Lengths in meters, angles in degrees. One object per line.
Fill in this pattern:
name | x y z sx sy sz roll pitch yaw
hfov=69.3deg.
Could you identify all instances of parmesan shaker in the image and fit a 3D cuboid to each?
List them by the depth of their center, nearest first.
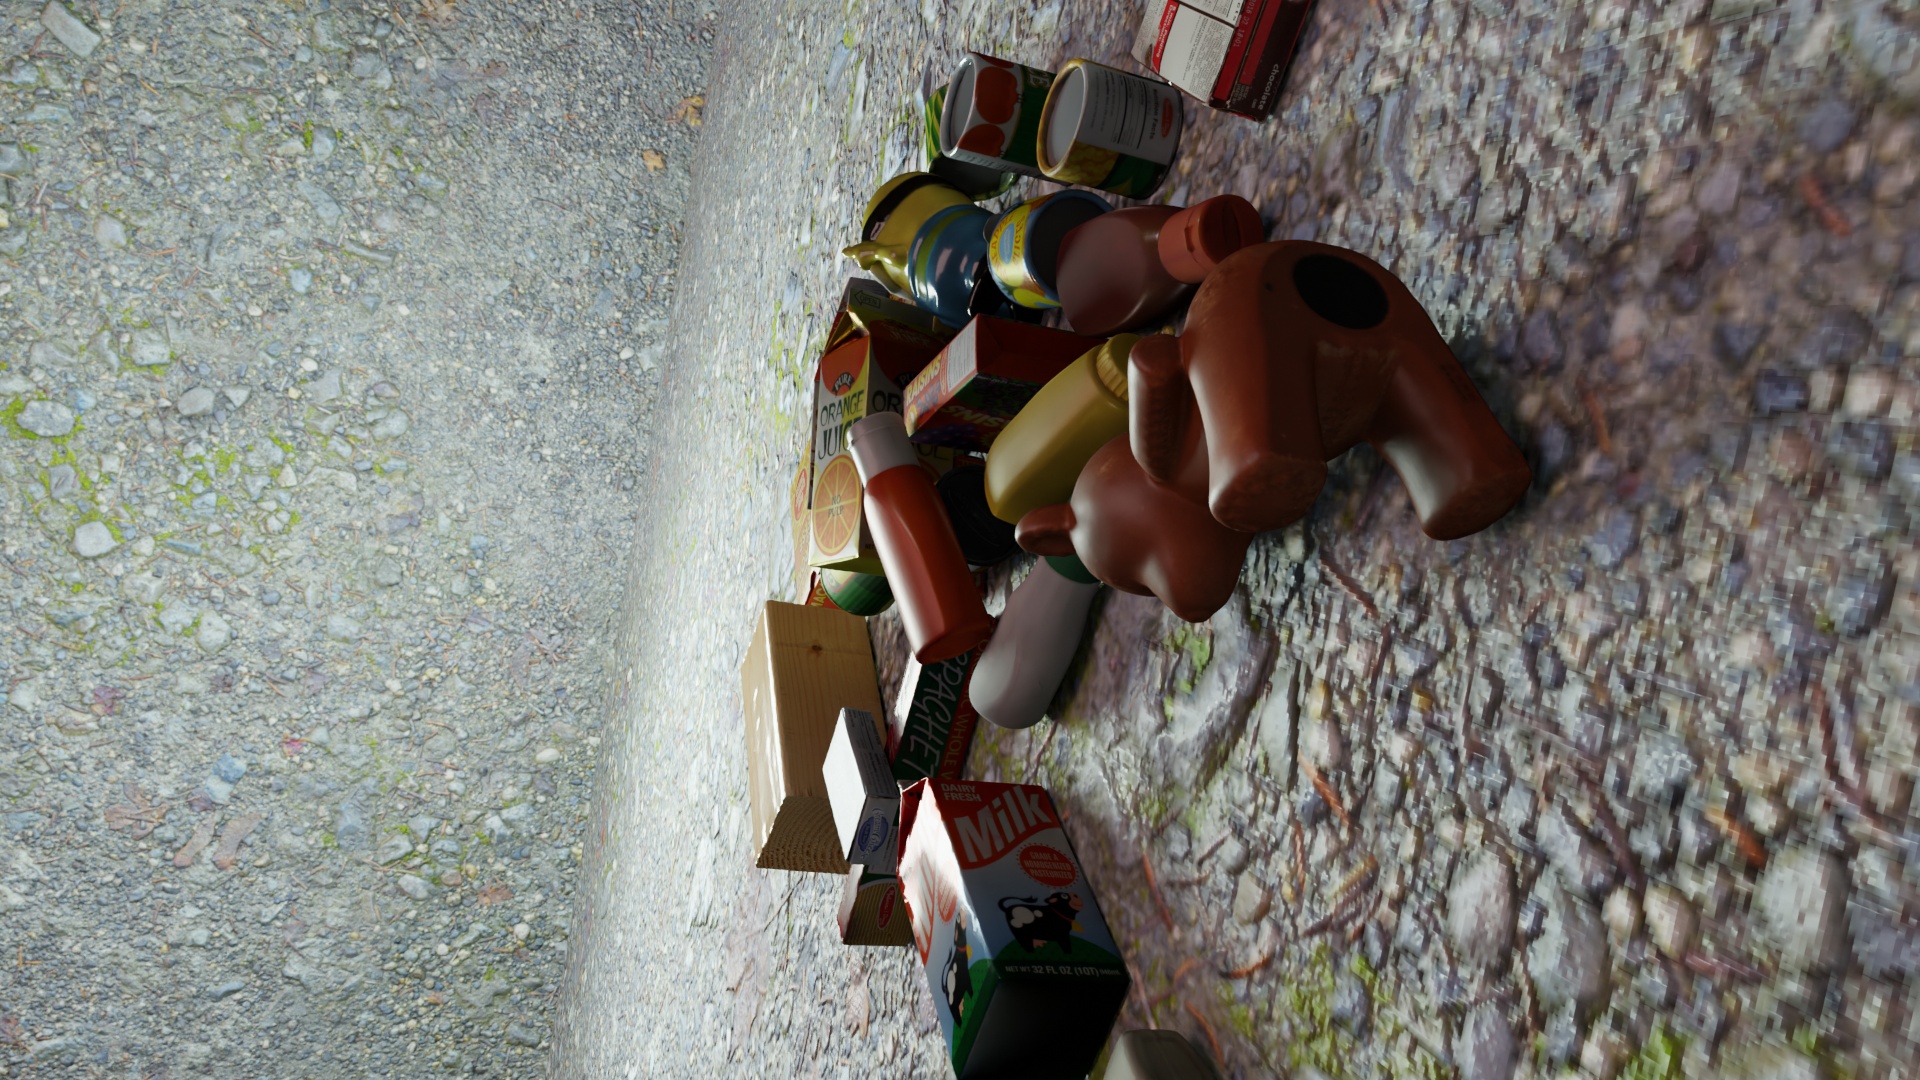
parmesan shaker | -0.059 0.008 1.048 0.102 0.071 0.071 135 139 -58

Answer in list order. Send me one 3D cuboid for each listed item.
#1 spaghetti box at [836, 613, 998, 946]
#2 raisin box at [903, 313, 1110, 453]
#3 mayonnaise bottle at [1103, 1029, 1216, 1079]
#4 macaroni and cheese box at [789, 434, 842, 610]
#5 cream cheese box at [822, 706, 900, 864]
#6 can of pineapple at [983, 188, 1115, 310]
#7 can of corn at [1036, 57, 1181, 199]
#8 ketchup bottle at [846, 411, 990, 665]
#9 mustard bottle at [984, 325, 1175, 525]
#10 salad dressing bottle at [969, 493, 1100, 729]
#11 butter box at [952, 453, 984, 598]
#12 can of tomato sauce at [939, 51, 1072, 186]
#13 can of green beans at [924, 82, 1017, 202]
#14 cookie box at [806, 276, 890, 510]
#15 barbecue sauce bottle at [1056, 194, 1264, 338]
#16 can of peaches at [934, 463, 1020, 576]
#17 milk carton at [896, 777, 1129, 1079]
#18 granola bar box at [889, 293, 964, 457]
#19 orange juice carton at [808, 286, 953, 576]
spaghetti box | -0.029 0.160 0.925 0.029 0.050 0.249 -127 49 -62
raisin box | 0.025 -0.089 0.829 0.123 0.086 0.040 146 128 -64
mayonnaise bottle | 0.072 0.290 0.607 0.065 0.041 0.147 -126 48 -60
macaroni and cheese box | -0.120 -0.023 1.264 0.123 0.040 0.167 117 153 -43
cream cheese box | -0.067 0.160 0.914 0.104 0.024 0.053 -118 41 -60
can of pineapple | 0.054 -0.168 0.806 0.058 0.071 0.071 -162 81 -69
can of corn | 0.081 -0.228 0.776 0.071 0.058 0.071 -170 89 -70
ketchup bottle | -0.029 -0.004 0.825 0.149 0.044 0.064 69 155 18
mustard bottle | 0.070 -0.065 0.735 0.159 0.065 0.049 -49 42 46
salad dressing bottle | 0.049 0.040 0.772 0.064 0.044 0.146 -95 24 -53
butter box | -0.003 -0.003 0.959 0.053 0.024 0.104 137 137 -60
can of tomato sauce | 0.037 -0.267 0.875 0.071 0.083 0.071 -171 89 -70
can of green beans | 0.008 -0.283 0.988 0.071 0.071 0.058 132 141 -57
cookie box | -0.088 -0.118 1.120 0.168 0.040 0.122 -81 -1 -52
barbecue sauce bottle | 0.099 -0.143 0.711 0.148 0.044 0.065 -179 80 -69
can of peaches | 0.003 -0.011 0.890 0.058 0.071 0.071 146 129 -65
milk carton | 0.017 0.192 0.751 0.191 0.072 0.073 -115 38 -57
granola bar box | -0.025 -0.142 1.056 0.124 0.039 0.165 179 99 -69
orange juice carton | -0.051 -0.075 0.952 0.073 0.072 0.193 -13 71 56
